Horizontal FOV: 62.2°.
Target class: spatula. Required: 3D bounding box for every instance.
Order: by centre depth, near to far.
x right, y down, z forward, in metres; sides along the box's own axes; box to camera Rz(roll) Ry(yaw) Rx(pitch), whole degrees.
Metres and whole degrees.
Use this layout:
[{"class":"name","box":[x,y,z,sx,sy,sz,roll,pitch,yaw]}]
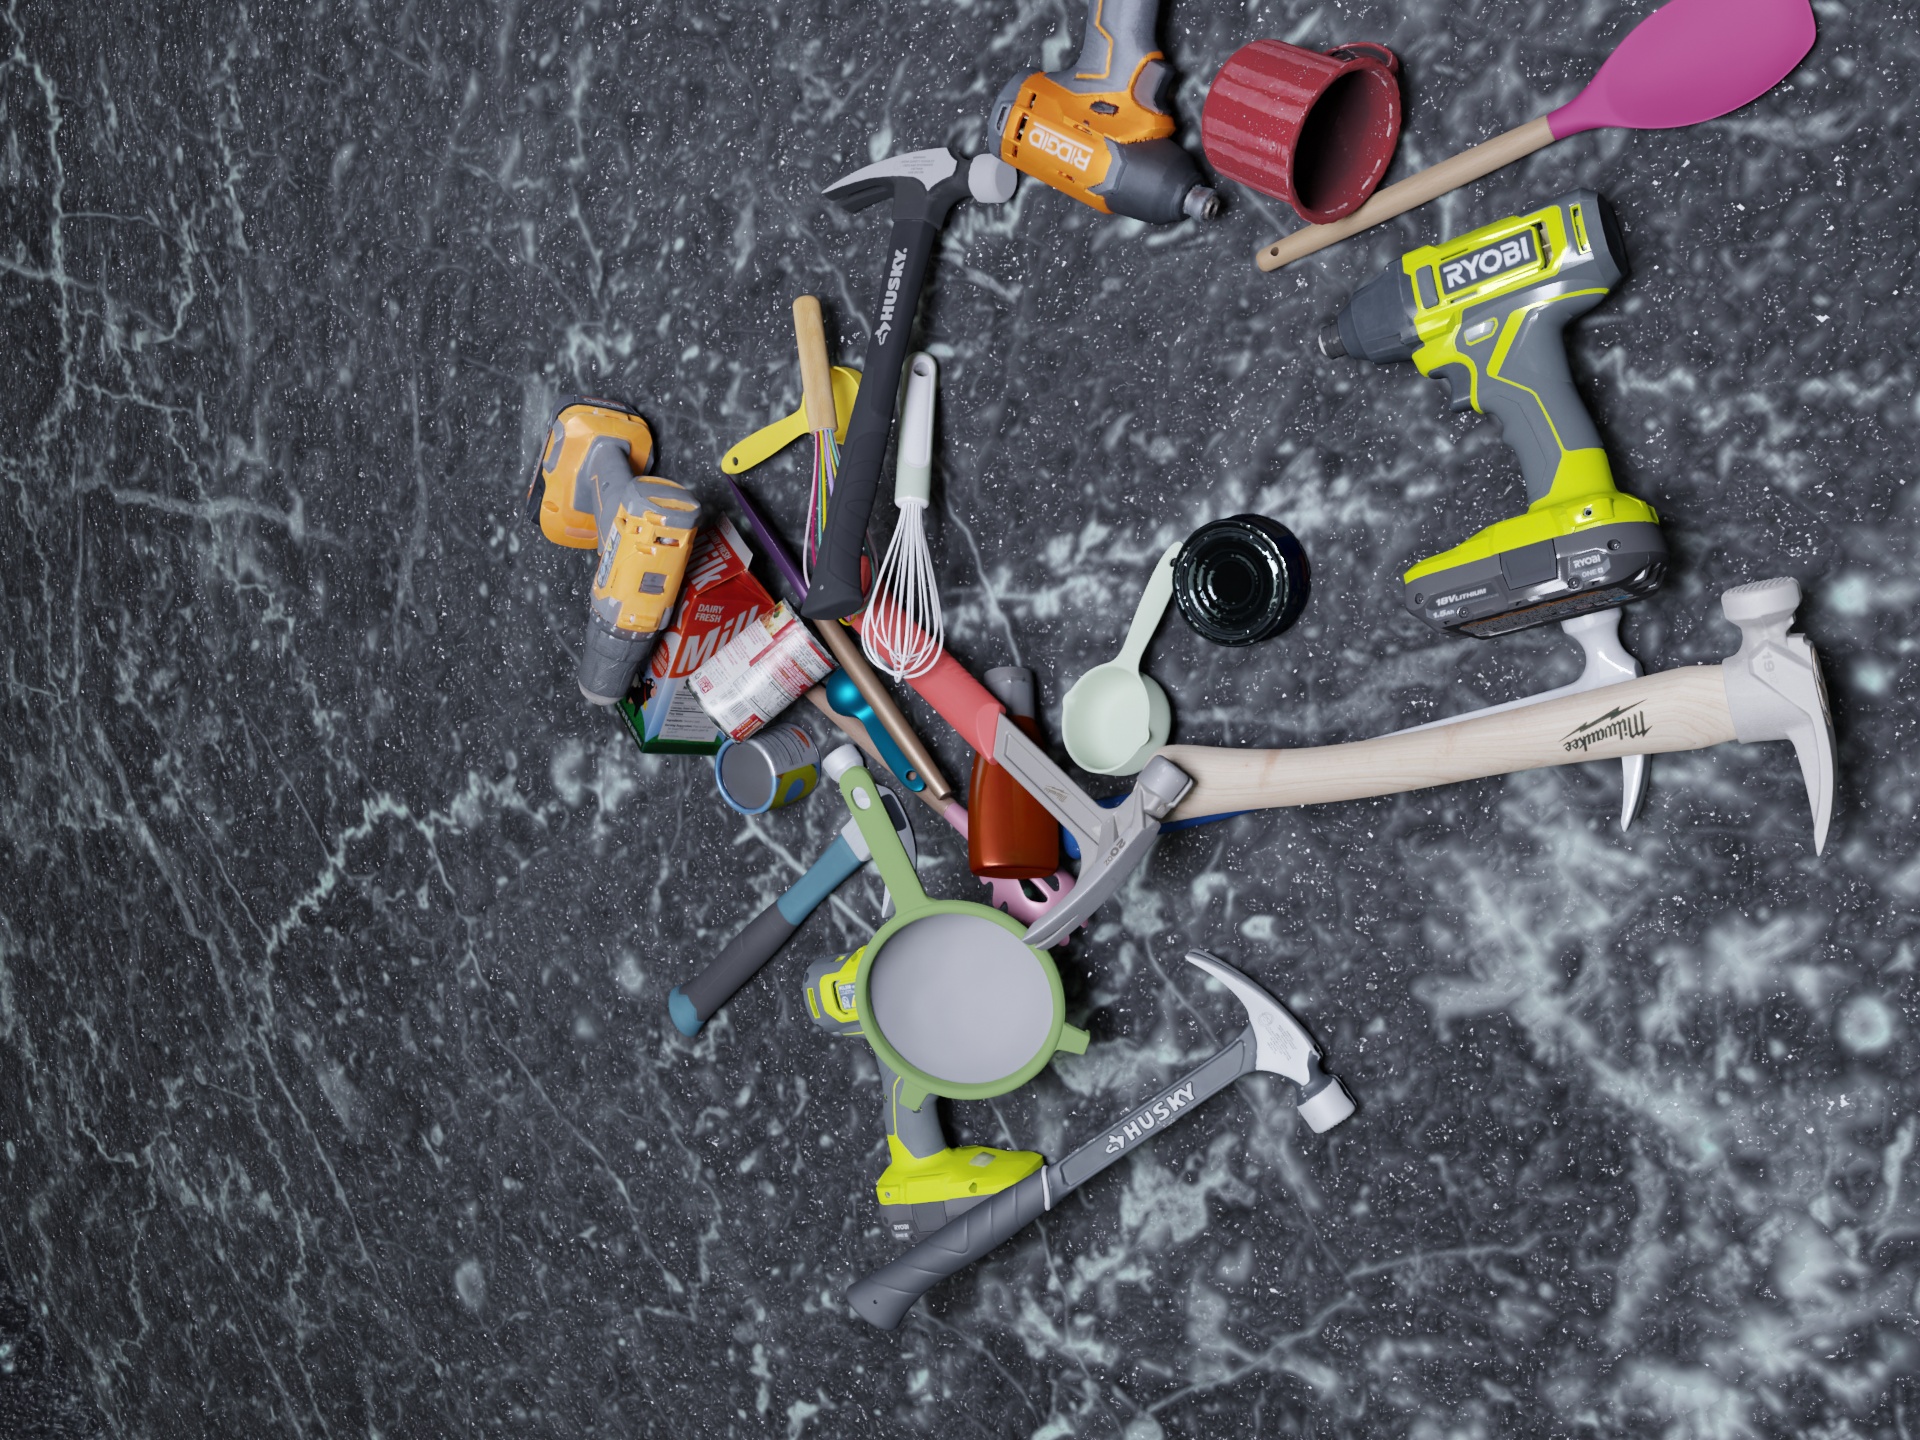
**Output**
[{"class":"spatula","box":[-0.098,-0.069,1.218,0.018,0.059,0.316,-34,74,-3]}]

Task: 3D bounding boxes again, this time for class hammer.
[{"class":"hammer","box":[0.290,0.029,0.949,0.411,0.038,0.146,-12,95,36]},{"class":"hammer","box":[0.238,0.036,1.030,0.405,0.035,0.144,-18,90,36]},{"class":"hammer","box":[-0.062,-0.233,1.113,0.146,0.035,0.335,12,88,34]},{"class":"hammer","box":[-0.002,-0.004,1.117,0.149,0.036,0.359,-49,53,4]},{"class":"hammer","box":[0.074,0.321,1.141,0.409,0.036,0.149,-38,78,18]},{"class":"hammer","box":[-0.151,0.165,1.326,0.331,0.033,0.128,-45,74,33]}]

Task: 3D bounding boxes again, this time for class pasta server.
[{"class":"pasta server","box":[-0.025,0.056,1.210,0.316,0.060,0.040,40,159,28]}]

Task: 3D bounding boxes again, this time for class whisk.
[{"class":"whisk","box":[-0.035,-0.147,1.128,0.059,0.057,0.246,131,143,-75]},{"class":"whisk","box":[-0.097,-0.190,1.158,0.051,0.047,0.245,-13,84,50]}]

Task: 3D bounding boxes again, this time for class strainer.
[{"class":"strainer","box":[-0.018,0.143,1.135,0.151,0.069,0.256,-23,97,17]}]

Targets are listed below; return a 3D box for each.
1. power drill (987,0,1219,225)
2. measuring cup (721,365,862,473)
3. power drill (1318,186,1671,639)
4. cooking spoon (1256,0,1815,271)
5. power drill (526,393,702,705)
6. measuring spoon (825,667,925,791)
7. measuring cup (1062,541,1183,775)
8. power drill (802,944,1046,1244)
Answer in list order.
[{"class":"power drill","box":[0.122,-0.426,0.980,0.164,0.084,0.226,35,122,22]},{"class":"measuring cup","box":[-0.125,-0.224,1.226,0.156,0.029,0.062,-20,89,38]},{"class":"power drill","box":[0.300,-0.165,0.901,0.171,0.080,0.223,-16,77,35]},{"class":"cooking spoon","box":[0.312,-0.327,0.908,0.319,0.017,0.069,-17,86,35]},{"class":"power drill","box":[-0.281,-0.138,1.263,0.226,0.084,0.185,54,129,46]},{"class":"measuring spoon","box":[-0.064,0.004,1.213,0.042,0.021,0.129,-37,61,1]},{"class":"measuring cup","box":[0.127,-0.040,1.093,0.083,0.038,0.167,28,98,44]},{"class":"power drill","box":[-0.010,0.275,1.228,0.190,0.080,0.228,-15,90,27]}]
